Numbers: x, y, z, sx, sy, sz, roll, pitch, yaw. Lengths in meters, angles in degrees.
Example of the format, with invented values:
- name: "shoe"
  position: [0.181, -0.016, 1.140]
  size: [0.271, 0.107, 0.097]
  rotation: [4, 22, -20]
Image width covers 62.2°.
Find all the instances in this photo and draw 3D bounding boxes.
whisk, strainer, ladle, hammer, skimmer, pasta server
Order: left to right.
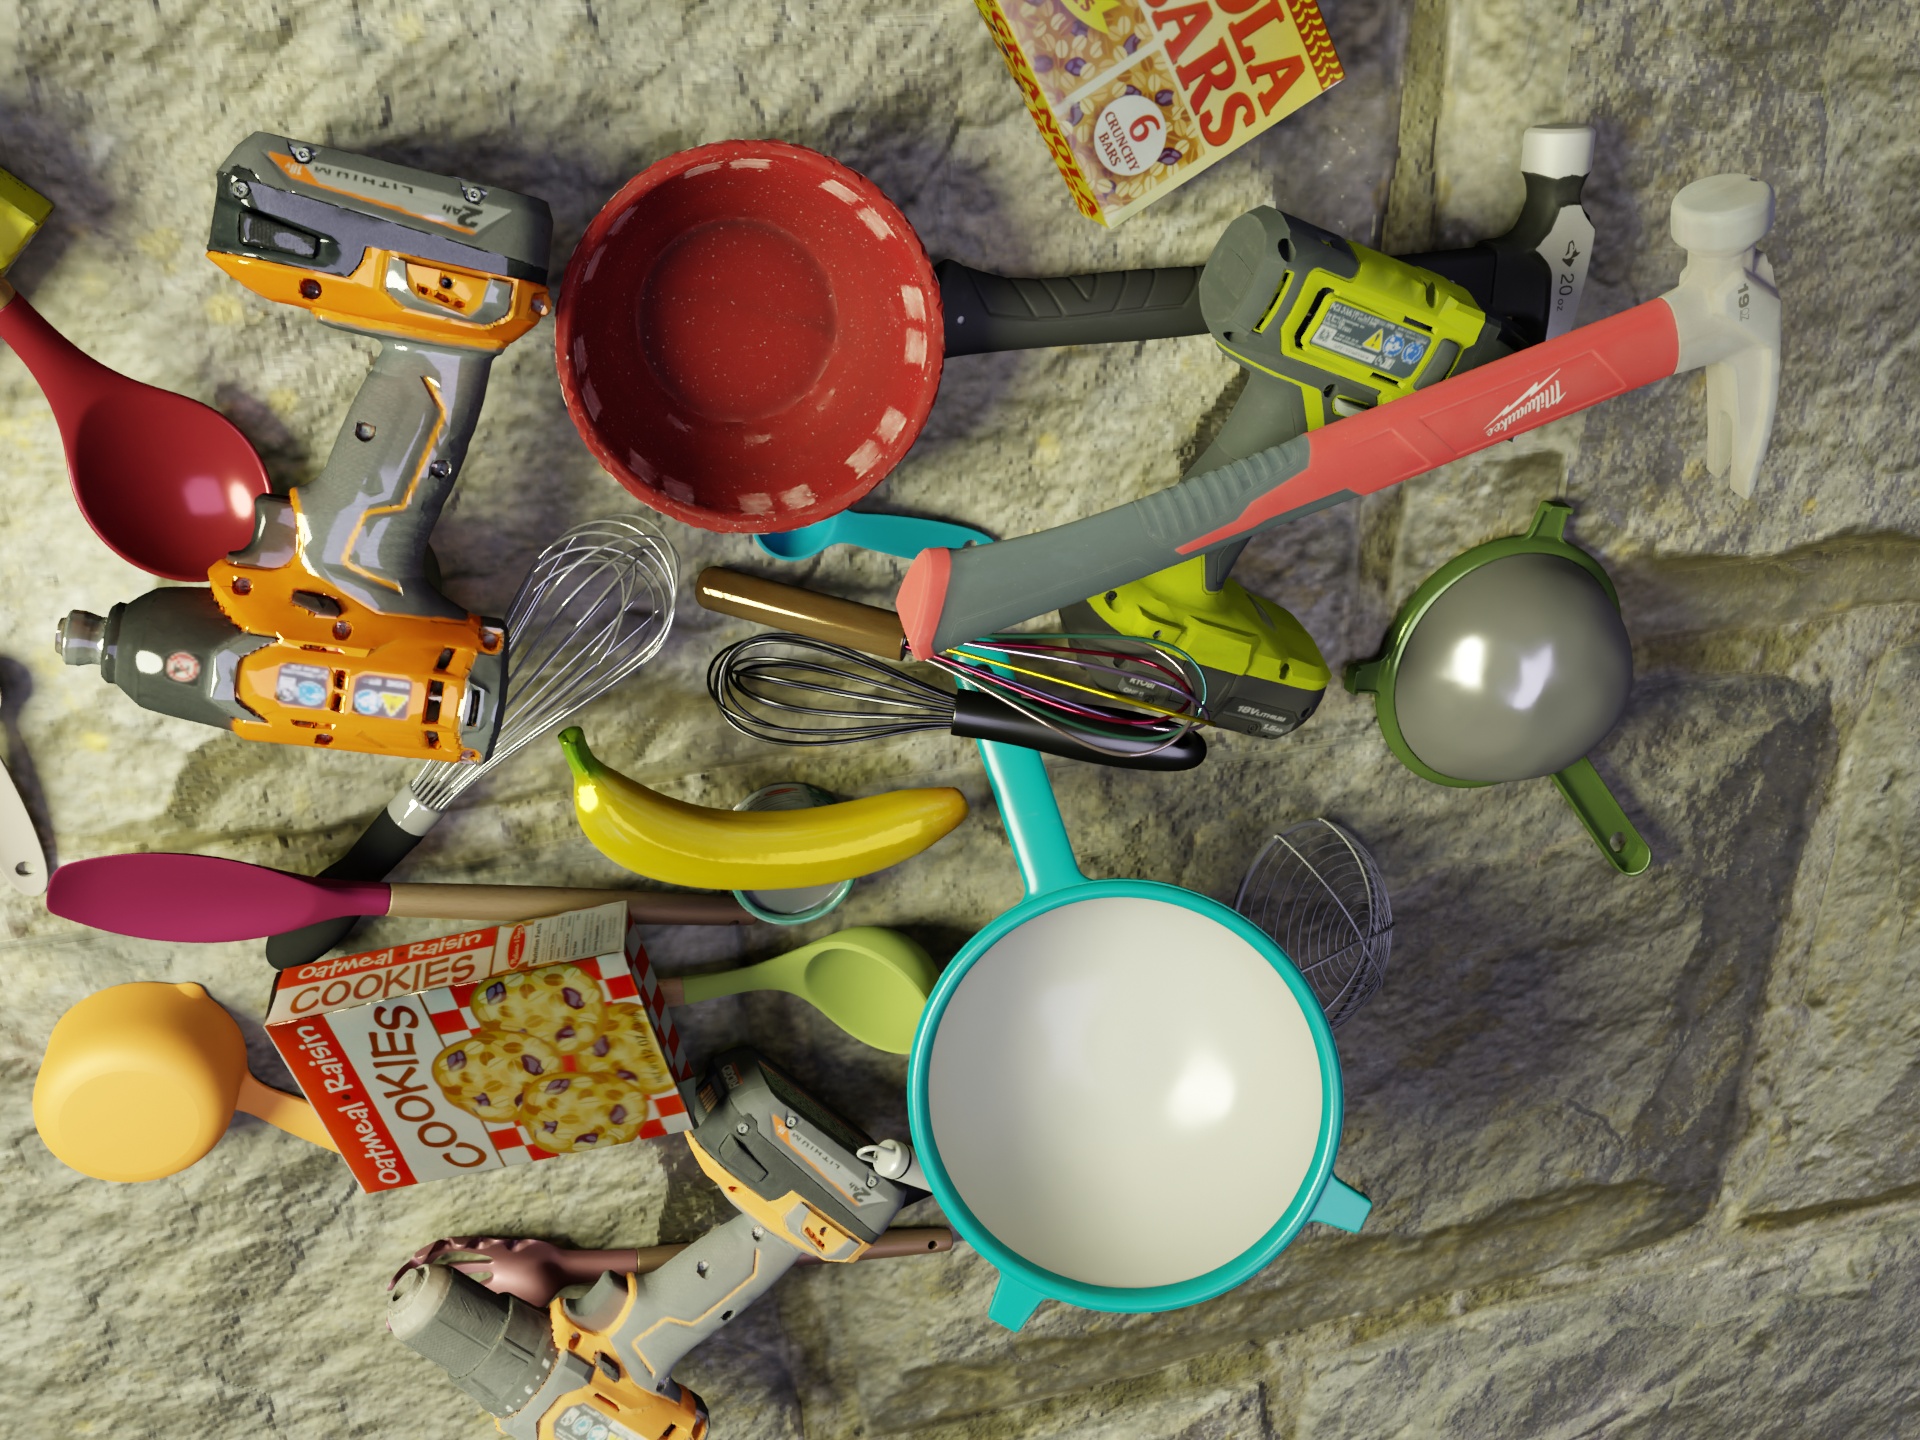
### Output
- name: "ladle"
  position: [-0.357, -0.165, 0.556]
  size: [0.069, 0.031, 0.315]
  rotation: [-45, 139, -15]
- name: "whisk"
  position: [-0.226, 0.018, 0.723]
  size: [0.070, 0.070, 0.284]
  rotation: [38, 104, -28]
- name: "ladle"
  position: [-0.166, 0.149, 0.802]
  size: [0.320, 0.062, 0.078]
  rotation: [-4, 135, -12]
- name: "pasta server"
  position: [-0.153, 0.305, 0.889]
  size: [0.316, 0.040, 0.060]
  rotation: [2, 98, -19]
- name: "whisk"
  position: [-0.003, -0.033, 0.718]
  size: [0.245, 0.047, 0.051]
  rotation: [15, 122, 7]
- name: "whisk"
  position: [-0.001, -0.002, 0.752]
  size: [0.239, 0.055, 0.055]
  rotation: [9, 113, -1]
- name: "strainer"
  position: [0.030, 0.271, 0.888]
  size: [0.087, 0.050, 0.258]
  rotation: [-25, 140, 31]
- name: "strainer"
  position: [0.063, 0.121, 0.814]
  size: [0.211, 0.095, 0.340]
  rotation: [-19, 87, 6]
- name: "skimmer"
  position: [0.082, 0.183, 0.907]
  size: [0.363, 0.090, 0.127]
  rotation: [-30, 118, 10]
- name: "hammer"
  position: [0.138, -0.192, 0.742]
  size: [0.334, 0.035, 0.146]
  rotation: [-8, 116, -13]
- name: "hammer"
  position: [0.161, -0.096, 0.677]
  size: [0.386, 0.038, 0.143]
  rotation: [-21, 127, 0]
- name: "strainer"
  position: [0.337, 0.015, 0.880]
  size: [0.151, 0.069, 0.256]
  rotation: [-41, 117, 5]

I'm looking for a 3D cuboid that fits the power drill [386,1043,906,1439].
- name: "power drill"
  position: [-0.162, 0.280, 0.828]
  size: [0.185, 0.084, 0.226]
  rotation: [43, 86, -23]

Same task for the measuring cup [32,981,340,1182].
- name: "measuring cup"
  position: [-0.354, 0.193, 0.766]
  size: [0.173, 0.052, 0.095]
  rotation: [31, 103, -25]

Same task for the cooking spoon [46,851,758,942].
- name: "cooking spoon"
  position: [-0.238, 0.083, 0.732]
  size: [0.318, 0.017, 0.068]
  rotation: [7, 139, -33]

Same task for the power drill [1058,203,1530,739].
- name: "power drill"
  position: [0.156, -0.105, 0.736]
  size: [0.171, 0.080, 0.223]
  rotation: [14, 123, -23]

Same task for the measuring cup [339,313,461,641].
- name: "measuring cup"
  position: [-0.243, -0.092, 0.672]
  size: [0.083, 0.038, 0.167]
  rotation: [21, 108, -24]

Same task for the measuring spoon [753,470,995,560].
- name: "measuring spoon"
  position: [-0.041, -0.092, 0.750]
  size: [0.128, 0.021, 0.042]
  rotation: [7, 112, -29]

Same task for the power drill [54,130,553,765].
- name: "power drill"
  position: [-0.248, -0.100, 0.614]
  size: [0.164, 0.084, 0.226]
  rotation: [7, 100, -22]

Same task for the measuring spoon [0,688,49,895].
- name: "measuring spoon"
  position: [-0.421, 0.024, 0.692]
  size: [0.034, 0.018, 0.124]
  rotation: [-8, 123, -13]
